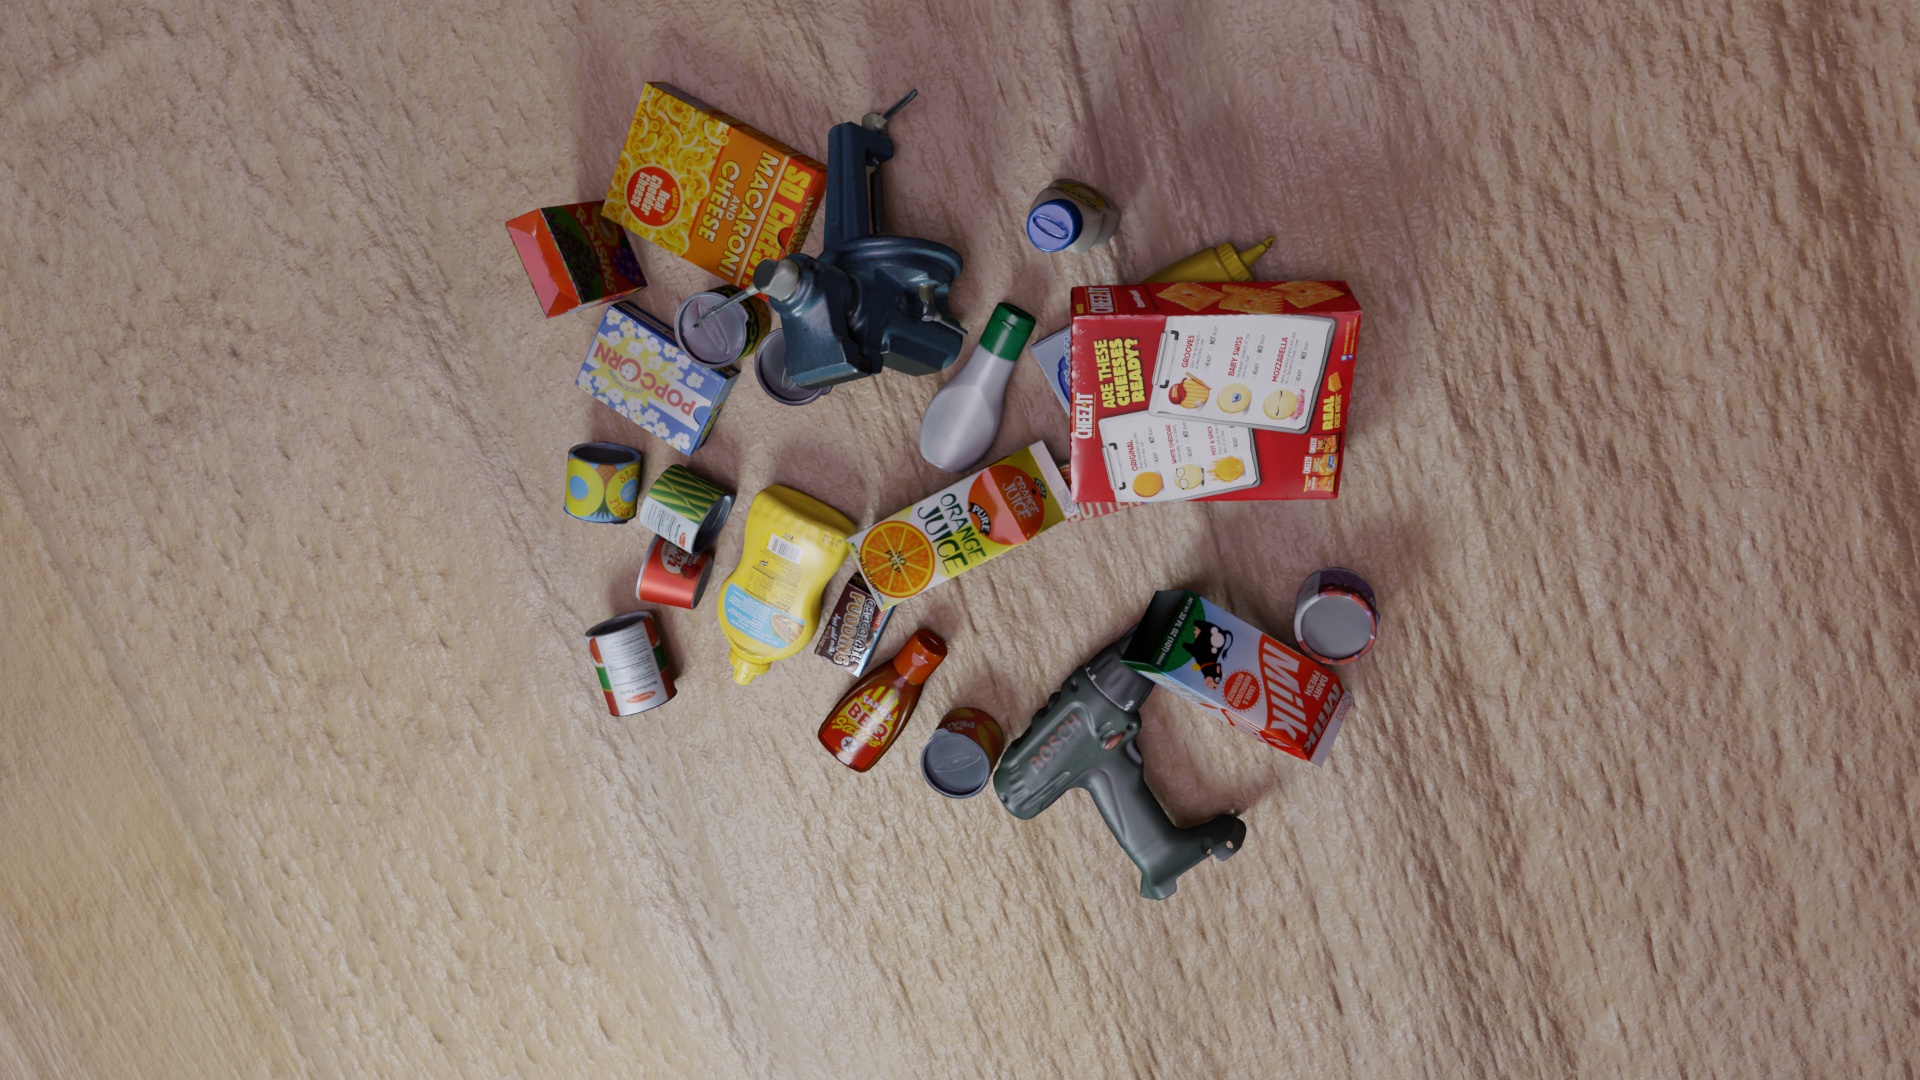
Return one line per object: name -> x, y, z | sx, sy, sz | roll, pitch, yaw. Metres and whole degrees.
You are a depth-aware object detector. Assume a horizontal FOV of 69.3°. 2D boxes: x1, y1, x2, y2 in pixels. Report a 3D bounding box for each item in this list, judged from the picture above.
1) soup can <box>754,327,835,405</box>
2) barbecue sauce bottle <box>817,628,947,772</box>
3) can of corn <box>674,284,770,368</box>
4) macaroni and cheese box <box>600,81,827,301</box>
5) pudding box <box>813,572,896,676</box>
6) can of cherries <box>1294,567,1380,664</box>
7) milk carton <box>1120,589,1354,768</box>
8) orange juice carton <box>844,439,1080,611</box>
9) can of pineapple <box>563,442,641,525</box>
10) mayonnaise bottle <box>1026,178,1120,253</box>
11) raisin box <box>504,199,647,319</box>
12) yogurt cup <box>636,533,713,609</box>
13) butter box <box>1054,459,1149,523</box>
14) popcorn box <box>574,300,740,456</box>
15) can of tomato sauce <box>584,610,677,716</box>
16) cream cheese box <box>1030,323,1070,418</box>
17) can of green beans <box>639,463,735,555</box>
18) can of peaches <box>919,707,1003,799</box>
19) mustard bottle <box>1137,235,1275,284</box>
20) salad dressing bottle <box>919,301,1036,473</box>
soup can -> -0.127, -0.154, 1.184 | 0.071, 0.084, 0.071 | 4, 109, 13
barbecue sauce bottle -> -0.068, 0.145, 1.285 | 0.065, 0.044, 0.148 | 39, 112, 1
can of corn -> -0.204, -0.188, 1.207 | 0.071, 0.058, 0.071 | 4, 108, 13
macaroni and cheese box -> -0.209, -0.296, 1.184 | 0.166, 0.040, 0.123 | 28, 113, 5
pudding box -> -0.095, 0.078, 1.278 | 0.050, 0.030, 0.083 | 28, 112, 4
can of cherries -> 0.314, 0.063, 1.152 | 0.071, 0.058, 0.071 | 4, 108, 14
milk carton -> 0.238, 0.116, 1.156 | 0.190, 0.073, 0.072 | 30, 81, -10
orange juice carton -> 0.004, -0.015, 1.198 | 0.192, 0.073, 0.071 | -26, 93, 20
can of pineapple -> -0.327, -0.053, 1.277 | 0.071, 0.071, 0.057 | 13, 110, 10
mayonnaise bottle -> 0.083, -0.247, 1.065 | 0.065, 0.149, 0.041 | 30, 112, 4
raisin box -> -0.325, -0.242, 1.186 | 0.040, 0.124, 0.086 | -19, 101, 19
yogurt cup -> -0.264, 0.031, 1.290 | 0.054, 0.073, 0.072 | 18, 111, 0
butter box -> 0.134, -0.053, 1.181 | 0.103, 0.024, 0.053 | -16, 102, 18
popcorn box -> -0.273, -0.147, 1.249 | 0.127, 0.038, 0.085 | 32, 111, 3
can of tomato sauce -> -0.316, 0.117, 1.330 | 0.071, 0.071, 0.083 | -11, 104, 18
cream cheese box -> 0.107, -0.131, 1.163 | 0.053, 0.024, 0.103 | -27, 99, 21
can of green beans -> -0.249, -0.028, 1.264 | 0.058, 0.071, 0.071 | 30, 112, 7
can of peaches -> 0.001, 0.192, 1.274 | 0.071, 0.058, 0.071 | 5, 108, 14
mustard bottle -> 0.184, -0.194, 1.109 | 0.160, 0.049, 0.065 | -32, 106, 20
salad dressing bottle -> 0.016, -0.129, 1.177 | 0.064, 0.044, 0.147 | 30, 111, 6
